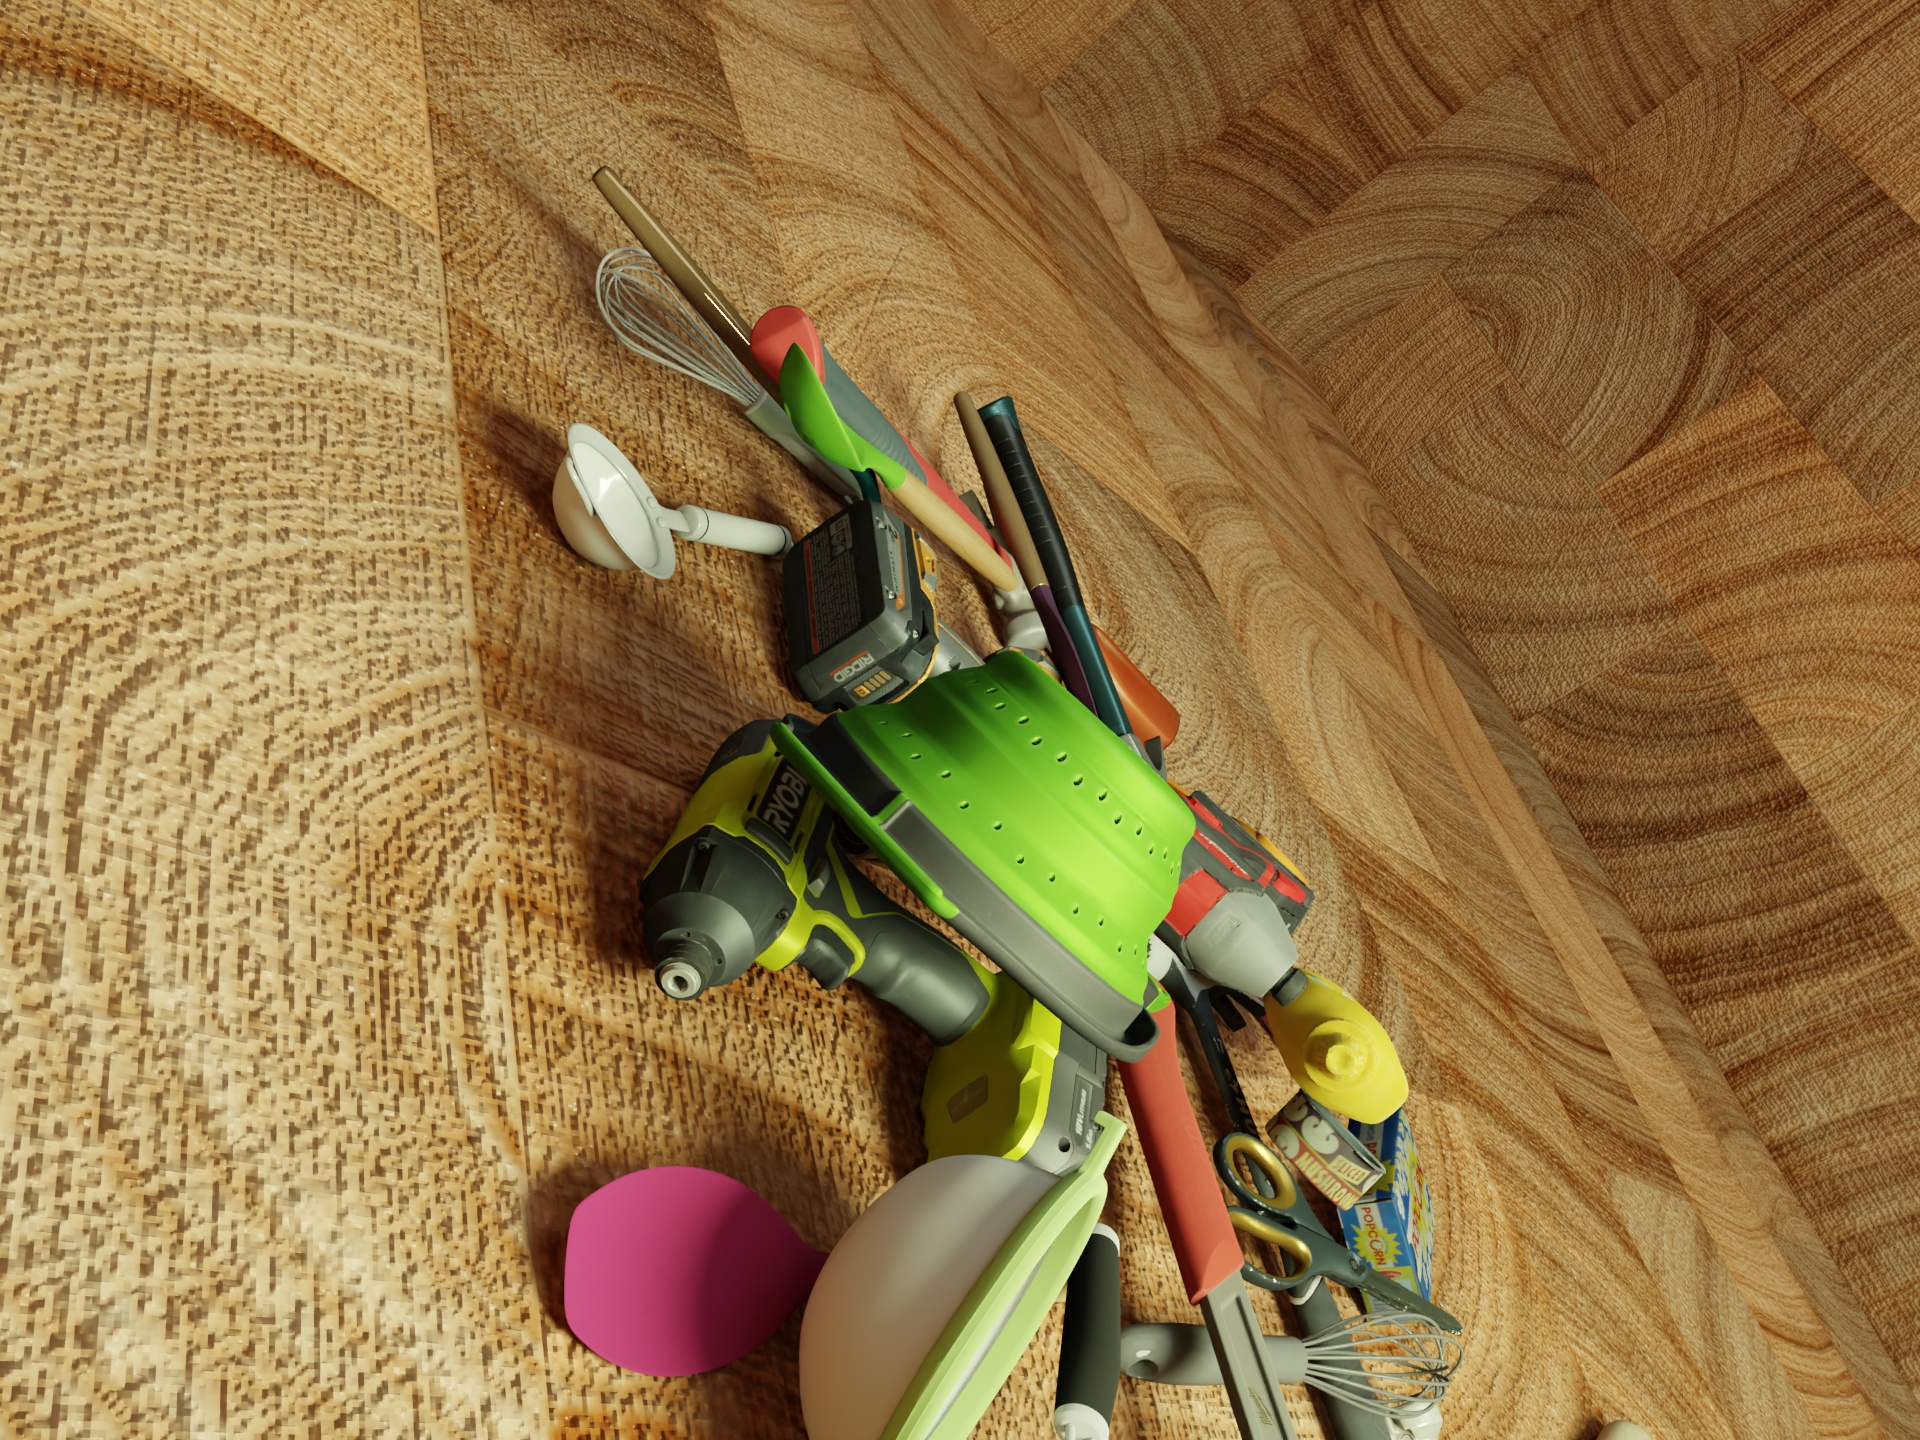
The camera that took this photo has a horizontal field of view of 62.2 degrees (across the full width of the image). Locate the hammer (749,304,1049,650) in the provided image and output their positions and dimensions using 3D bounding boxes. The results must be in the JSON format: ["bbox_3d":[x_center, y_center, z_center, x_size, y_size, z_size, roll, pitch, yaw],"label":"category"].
[{"bbox_3d":[-0.032,-0.167,1.025,0.386,0.038,0.143,38,30,-62],"label":"hammer"}]

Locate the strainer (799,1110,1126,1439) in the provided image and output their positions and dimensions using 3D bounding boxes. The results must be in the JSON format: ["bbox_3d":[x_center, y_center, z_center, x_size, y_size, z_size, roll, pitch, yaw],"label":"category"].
[{"bbox_3d":[-0.043,0.231,0.533,0.069,0.151,0.256,32,38,20],"label":"strainer"}]

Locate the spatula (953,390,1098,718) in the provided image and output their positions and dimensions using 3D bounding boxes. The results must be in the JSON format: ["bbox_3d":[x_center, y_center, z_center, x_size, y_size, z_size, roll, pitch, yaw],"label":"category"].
[{"bbox_3d":[0.046,-0.110,1.089,0.059,0.018,0.316,83,-10,-59],"label":"spatula"}]

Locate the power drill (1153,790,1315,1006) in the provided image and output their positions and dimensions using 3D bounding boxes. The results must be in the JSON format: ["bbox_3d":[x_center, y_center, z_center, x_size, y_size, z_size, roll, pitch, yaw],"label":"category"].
[{"bbox_3d":[0.149,0.105,0.946,0.143,0.078,0.219,43,6,12],"label":"power drill"}]

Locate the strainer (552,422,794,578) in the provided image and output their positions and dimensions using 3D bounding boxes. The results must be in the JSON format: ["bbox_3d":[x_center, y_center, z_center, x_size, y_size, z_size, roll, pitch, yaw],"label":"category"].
[{"bbox_3d":[-0.149,-0.104,0.844,0.087,0.050,0.258,64,19,9],"label":"strainer"}]

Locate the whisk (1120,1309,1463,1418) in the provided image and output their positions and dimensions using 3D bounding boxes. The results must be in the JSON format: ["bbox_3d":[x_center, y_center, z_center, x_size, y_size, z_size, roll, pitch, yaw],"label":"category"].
[{"bbox_3d":[0.167,0.319,0.797,0.238,0.055,0.055,17,41,-32],"label":"whisk"}]

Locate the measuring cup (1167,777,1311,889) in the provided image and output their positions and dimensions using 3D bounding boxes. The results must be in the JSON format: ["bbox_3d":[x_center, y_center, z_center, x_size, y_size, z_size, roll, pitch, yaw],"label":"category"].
[{"bbox_3d":[0.174,0.092,1.165,0.174,0.052,0.095,38,-10,22],"label":"measuring cup"}]

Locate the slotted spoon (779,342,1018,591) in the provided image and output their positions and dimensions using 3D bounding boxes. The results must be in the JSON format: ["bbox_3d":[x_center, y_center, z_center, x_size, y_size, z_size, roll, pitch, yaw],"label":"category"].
[{"bbox_3d":[-0.027,-0.129,0.922,0.070,0.031,0.313,60,12,25],"label":"slotted spoon"}]

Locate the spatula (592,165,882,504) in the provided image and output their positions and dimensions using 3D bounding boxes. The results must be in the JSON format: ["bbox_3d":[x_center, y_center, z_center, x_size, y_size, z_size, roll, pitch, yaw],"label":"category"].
[{"bbox_3d":[-0.119,-0.198,0.968,0.317,0.044,0.082,49,25,-29],"label":"spatula"}]

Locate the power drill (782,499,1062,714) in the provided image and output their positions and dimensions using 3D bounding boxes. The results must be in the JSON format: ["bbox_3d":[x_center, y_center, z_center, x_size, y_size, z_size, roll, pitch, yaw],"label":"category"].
[{"bbox_3d":[-0.001,-0.003,0.936,0.226,0.084,0.186,39,29,-39],"label":"power drill"}]

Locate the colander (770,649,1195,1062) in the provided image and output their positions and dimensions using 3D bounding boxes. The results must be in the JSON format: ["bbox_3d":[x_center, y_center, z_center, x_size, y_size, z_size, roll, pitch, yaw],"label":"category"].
[{"bbox_3d":[0.059,0.064,0.735,0.205,0.094,0.396,44,1,29],"label":"colander"}]

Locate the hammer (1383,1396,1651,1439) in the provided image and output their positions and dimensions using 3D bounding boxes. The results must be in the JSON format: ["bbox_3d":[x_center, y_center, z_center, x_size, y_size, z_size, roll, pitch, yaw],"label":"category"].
[{"bbox_3d":[0.383,0.501,1.010,0.410,0.038,0.146,25,38,-49],"label":"hammer"}]

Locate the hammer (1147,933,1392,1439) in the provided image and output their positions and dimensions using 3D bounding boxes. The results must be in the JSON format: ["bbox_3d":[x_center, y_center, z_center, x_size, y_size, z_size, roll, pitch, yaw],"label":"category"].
[{"bbox_3d":[0.194,0.310,0.922,0.149,0.036,0.409,29,34,-46],"label":"hammer"}]

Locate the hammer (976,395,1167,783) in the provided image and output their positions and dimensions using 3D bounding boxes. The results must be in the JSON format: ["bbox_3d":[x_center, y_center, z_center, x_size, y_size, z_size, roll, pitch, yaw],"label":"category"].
[{"bbox_3d":[0.076,-0.090,1.141,0.128,0.033,0.331,26,42,-67],"label":"hammer"}]

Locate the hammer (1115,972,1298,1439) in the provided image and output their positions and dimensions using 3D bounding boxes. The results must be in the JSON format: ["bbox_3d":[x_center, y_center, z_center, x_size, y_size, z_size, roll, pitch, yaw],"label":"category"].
[{"bbox_3d":[0.110,0.247,0.789,0.149,0.036,0.359,18,27,-19],"label":"hammer"}]

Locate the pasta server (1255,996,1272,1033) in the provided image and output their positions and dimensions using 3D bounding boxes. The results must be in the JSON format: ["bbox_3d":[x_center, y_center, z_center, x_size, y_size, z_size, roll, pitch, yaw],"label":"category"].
[{"bbox_3d":[0.172,0.135,1.115,0.316,0.040,0.060,50,5,-5],"label":"pasta server"}]

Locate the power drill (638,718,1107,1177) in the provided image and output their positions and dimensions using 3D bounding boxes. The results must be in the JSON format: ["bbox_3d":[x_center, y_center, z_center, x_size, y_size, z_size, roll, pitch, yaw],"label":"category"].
[{"bbox_3d":[-0.040,0.117,0.704,0.223,0.080,0.171,43,25,-14],"label":"power drill"}]

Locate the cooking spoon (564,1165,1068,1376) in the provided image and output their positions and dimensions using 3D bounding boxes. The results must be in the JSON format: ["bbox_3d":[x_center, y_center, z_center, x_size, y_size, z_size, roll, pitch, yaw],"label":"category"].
[{"bbox_3d":[-0.034,0.222,0.635,0.318,0.017,0.069,26,56,-48],"label":"cooking spoon"}]

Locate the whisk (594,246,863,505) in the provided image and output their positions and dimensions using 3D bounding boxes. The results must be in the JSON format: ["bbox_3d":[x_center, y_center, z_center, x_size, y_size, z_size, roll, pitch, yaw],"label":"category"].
[{"bbox_3d":[-0.137,-0.209,1.012,0.246,0.058,0.059,38,62,-38],"label":"whisk"}]

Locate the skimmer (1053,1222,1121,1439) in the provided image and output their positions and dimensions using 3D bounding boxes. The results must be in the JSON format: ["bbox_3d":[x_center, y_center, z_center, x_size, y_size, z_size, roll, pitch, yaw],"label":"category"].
[{"bbox_3d":[0.020,0.315,0.575,0.127,0.090,0.363,41,18,-6],"label":"skimmer"}]
